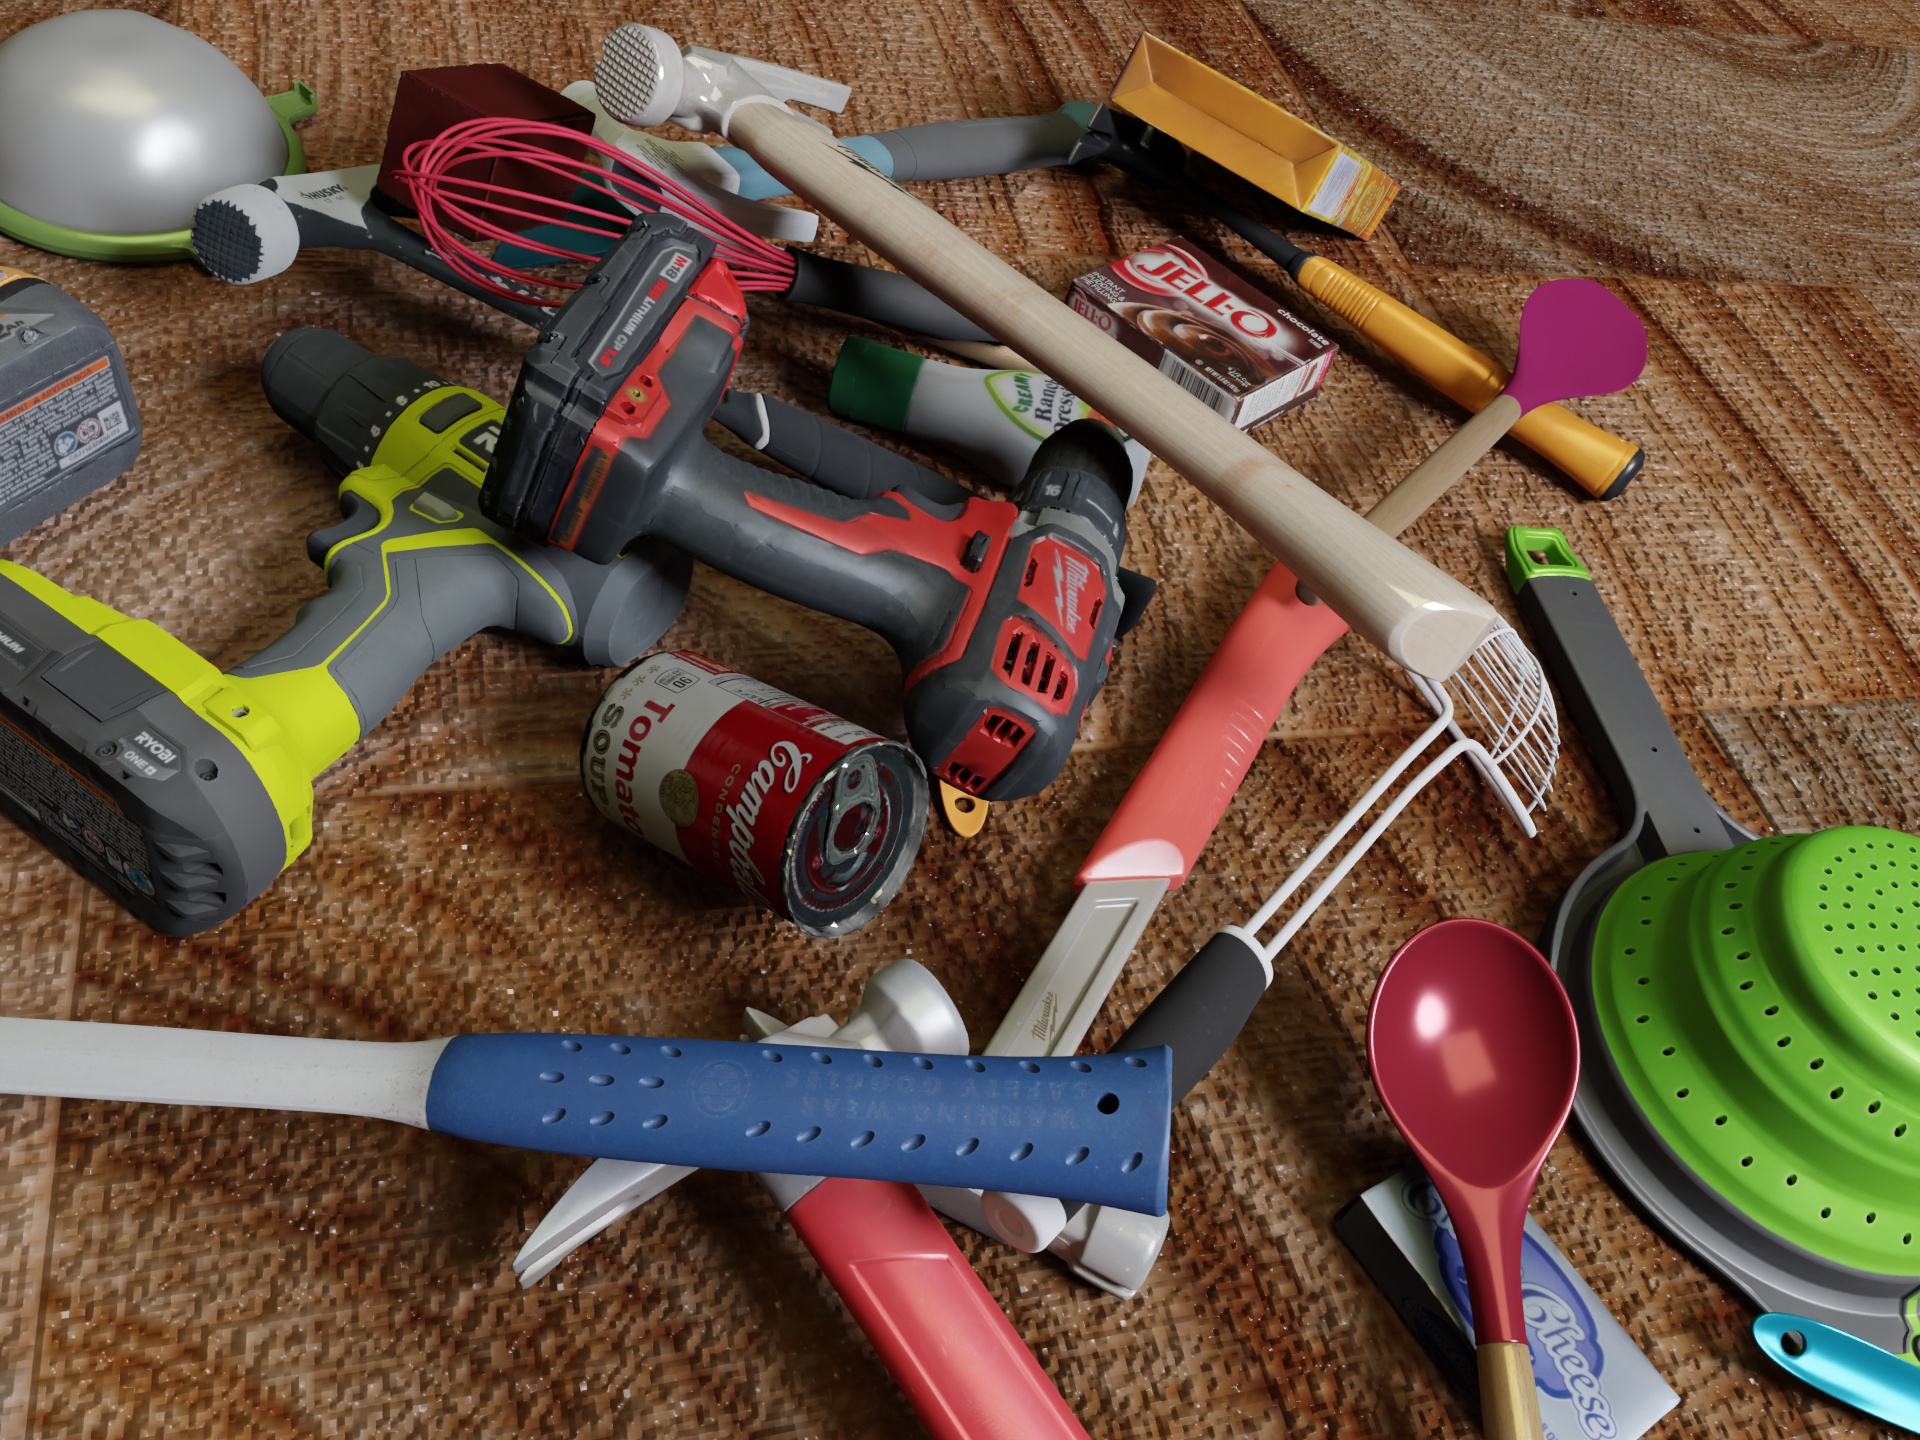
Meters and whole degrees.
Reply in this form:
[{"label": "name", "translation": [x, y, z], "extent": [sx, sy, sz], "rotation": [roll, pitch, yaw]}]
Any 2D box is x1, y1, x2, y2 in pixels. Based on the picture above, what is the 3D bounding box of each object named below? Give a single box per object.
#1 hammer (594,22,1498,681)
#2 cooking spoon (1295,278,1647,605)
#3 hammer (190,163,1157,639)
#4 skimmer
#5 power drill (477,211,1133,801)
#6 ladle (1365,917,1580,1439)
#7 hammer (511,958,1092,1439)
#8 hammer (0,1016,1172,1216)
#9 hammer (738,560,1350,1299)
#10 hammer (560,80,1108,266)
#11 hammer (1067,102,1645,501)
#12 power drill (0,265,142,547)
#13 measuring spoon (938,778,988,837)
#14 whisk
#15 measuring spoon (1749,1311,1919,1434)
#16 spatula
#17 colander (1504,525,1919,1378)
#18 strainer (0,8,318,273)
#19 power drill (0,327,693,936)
[{"label": "hammer", "translation": [0.038, -0.155, 0.631], "extent": [0.411, 0.038, 0.146], "rotation": [41, 29, 19]}, {"label": "cooking spoon", "translation": [0.246, -0.136, 0.751], "extent": [0.069, 0.017, 0.319], "rotation": [46, 55, 7]}, {"label": "hammer", "translation": [-0.103, -0.137, 0.682], "extent": [0.409, 0.036, 0.149], "rotation": [27, 31, 0]}, {"label": "skimmer", "translation": [0.111, 0.054, 0.552], "extent": [0.363, 0.090, 0.127], "rotation": [-38, 93, -38]}, {"label": "power drill", "translation": [-0.038, -0.090, 0.590], "extent": [0.226, 0.080, 0.188], "rotation": [29, 47, -9]}, {"label": "ladle", "translation": [0.163, 0.210, 0.464], "extent": [0.069, 0.031, 0.316], "rotation": [0, 60, 4]}, {"label": "hammer", "translation": [0.040, 0.249, 0.402], "extent": [0.143, 0.038, 0.387], "rotation": [-31, 69, -22]}, {"label": "hammer", "translation": [-0.149, 0.101, 0.422], "extent": [0.405, 0.035, 0.144], "rotation": [2, 51, 7]}, {"label": "hammer", "translation": [0.071, 0.032, 0.608], "extent": [0.149, 0.036, 0.359], "rotation": [29, 50, 9]}, {"label": "hammer", "translation": [-0.034, -0.292, 0.819], "extent": [0.331, 0.033, 0.128], "rotation": [-24, 61, -40]}, {"label": "hammer", "translation": [0.208, -0.221, 0.837], "extent": [0.337, 0.034, 0.127], "rotation": [38, 25, 12]}, {"label": "power drill", "translation": [-0.445, -0.130, 0.572], "extent": [0.226, 0.084, 0.185], "rotation": [28, 50, 14]}, {"label": "measuring spoon", "translation": [-0.001, -0.002, 0.636], "extent": [0.021, 0.011, 0.117], "rotation": [6, 54, -12]}, {"label": "whisk", "translation": [-0.091, -0.194, 0.677], "extent": [0.295, 0.073, 0.073], "rotation": [4, 48, -35]}, {"label": "measuring spoon", "translation": [0.316, 0.224, 0.522], "extent": [0.128, 0.021, 0.042], "rotation": [25, 80, 4]}, {"label": "spatula", "translation": [-0.063, -0.205, 0.777], "extent": [0.317, 0.044, 0.082], "rotation": [20, 50, -5]}, {"label": "colander", "translation": [0.313, 0.042, 0.627], "extent": [0.204, 0.094, 0.398], "rotation": [1, 51, -15]}, {"label": "strainer", "translation": [-0.430, -0.286, 0.710], "extent": [0.256, 0.069, 0.152], "rotation": [9, 50, -11]}, {"label": "power drill", "translation": [-0.235, -0.050, 0.566], "extent": [0.190, 0.080, 0.228], "rotation": [33, 48, 11]}]
